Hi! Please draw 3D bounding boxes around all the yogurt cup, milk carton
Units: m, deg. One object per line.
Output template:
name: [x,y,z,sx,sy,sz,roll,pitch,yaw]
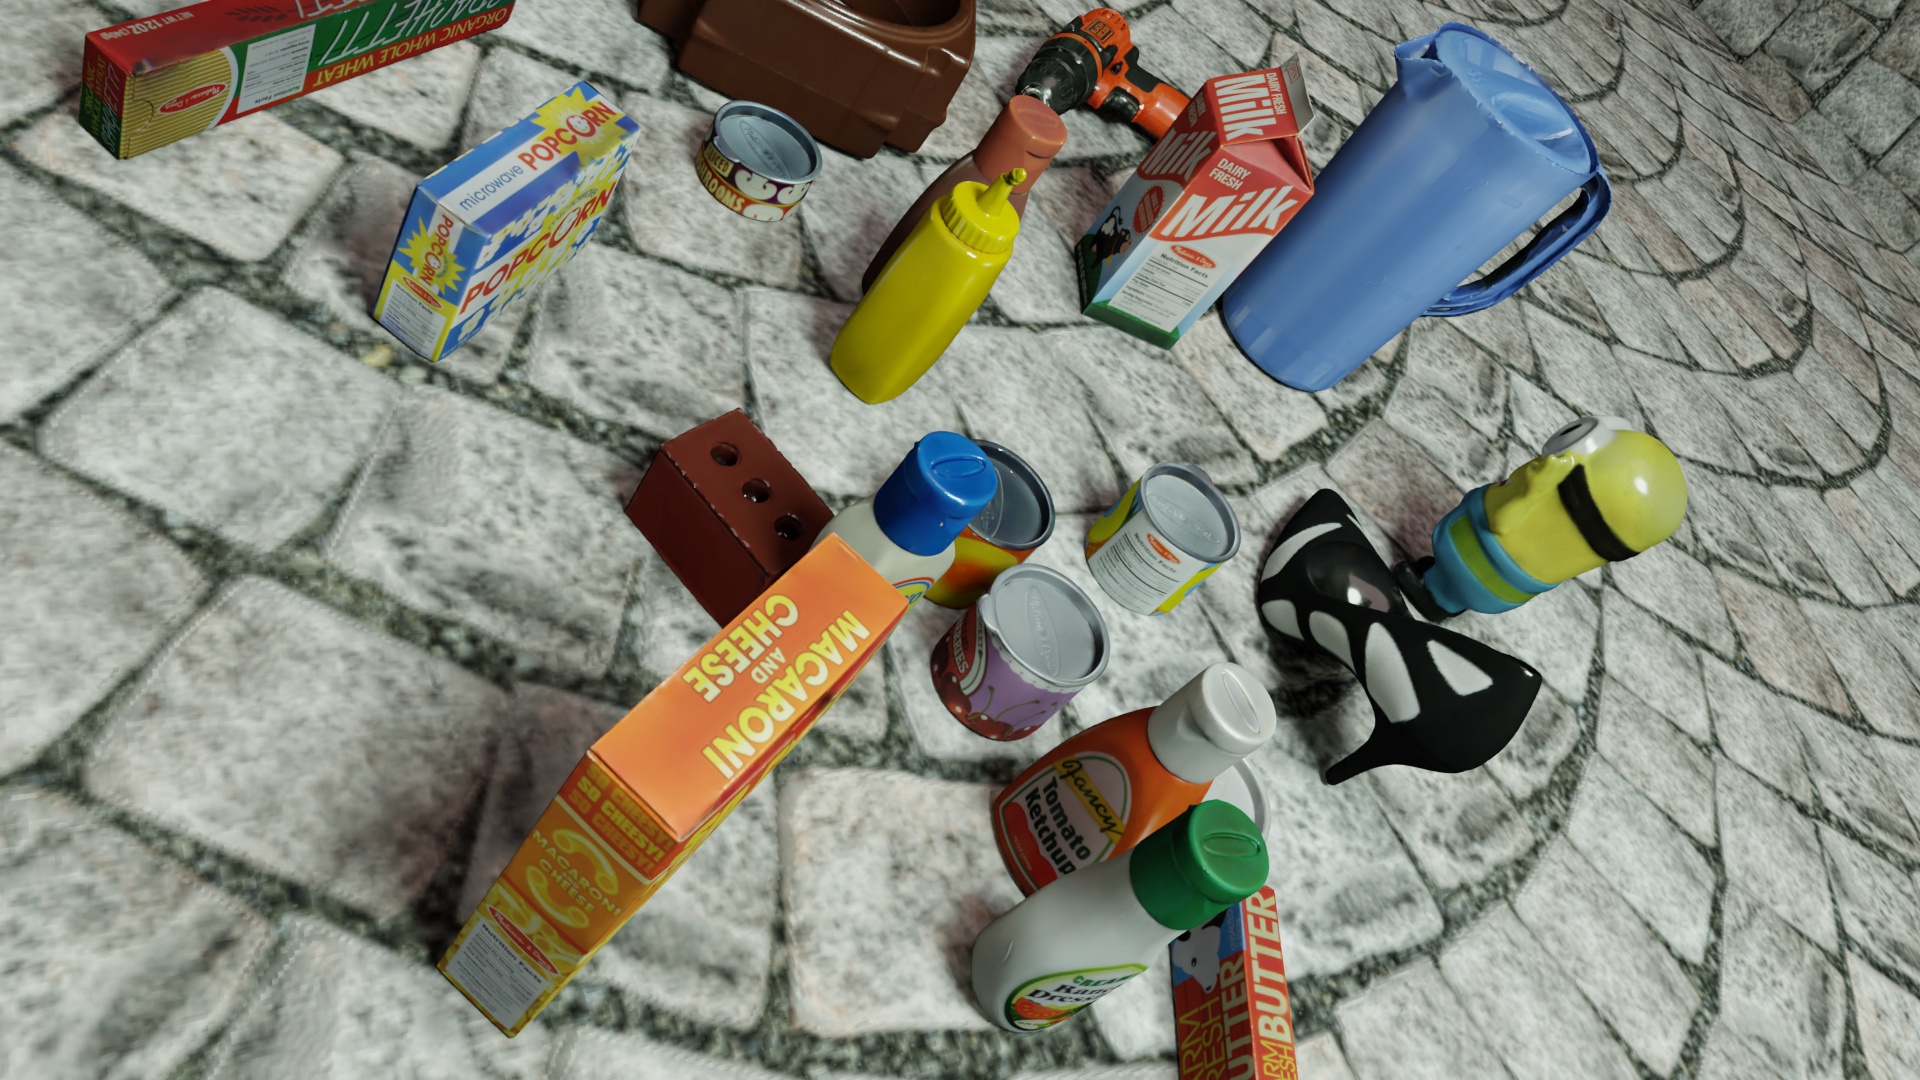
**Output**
yogurt cup: [0.104,0.129,0.658,0.072,0.053,0.073,20,47,-22]
milk carton: [0.156,-0.216,0.879,0.073,0.189,0.073,19,47,-23]

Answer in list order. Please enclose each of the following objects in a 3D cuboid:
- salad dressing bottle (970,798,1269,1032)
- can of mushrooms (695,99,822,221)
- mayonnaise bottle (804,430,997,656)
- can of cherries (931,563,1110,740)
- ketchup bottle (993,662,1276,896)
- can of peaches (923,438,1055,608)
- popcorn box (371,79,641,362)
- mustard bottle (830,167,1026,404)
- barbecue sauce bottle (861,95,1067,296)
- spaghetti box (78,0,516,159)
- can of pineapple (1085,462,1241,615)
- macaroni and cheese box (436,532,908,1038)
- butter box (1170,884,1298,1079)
salad dressing bottle: [0.059,0.147,0.540,0.064,0.147,0.044,10,51,-30]
can of mushrooms: [-0.117,-0.217,0.796,0.071,0.033,0.071,20,47,-22]
mayonnaise bottle: [-0.037,0.012,0.581,0.065,0.147,0.041,-10,63,-41]
can of cherries: [0.026,0.053,0.660,0.071,0.058,0.072,20,47,-22]
ketchup bottle: [0.073,0.102,0.586,0.044,0.148,0.065,-8,62,-40]
can of peaches: [0.002,-0.009,0.694,0.071,0.057,0.071,20,47,-22]
popcorn box: [-0.206,-0.147,0.635,0.038,0.084,0.127,37,42,-6]
mustard bottle: [-0.010,-0.137,0.714,0.049,0.159,0.065,44,42,3]
barbecue sauce bottle: [0.004,-0.179,0.768,0.065,0.147,0.044,4,55,-35]
spaghetti box: [-0.304,-0.248,0.672,0.028,0.050,0.251,41,42,-1]
can of pineapple: [0.112,-0.001,0.768,0.071,0.057,0.071,20,47,-22]
macaroni and cheese box: [-0.096,0.084,0.465,0.040,0.165,0.124,43,42,1]
butter box: [0.118,0.205,0.605,0.024,0.053,0.104,21,46,-21]
